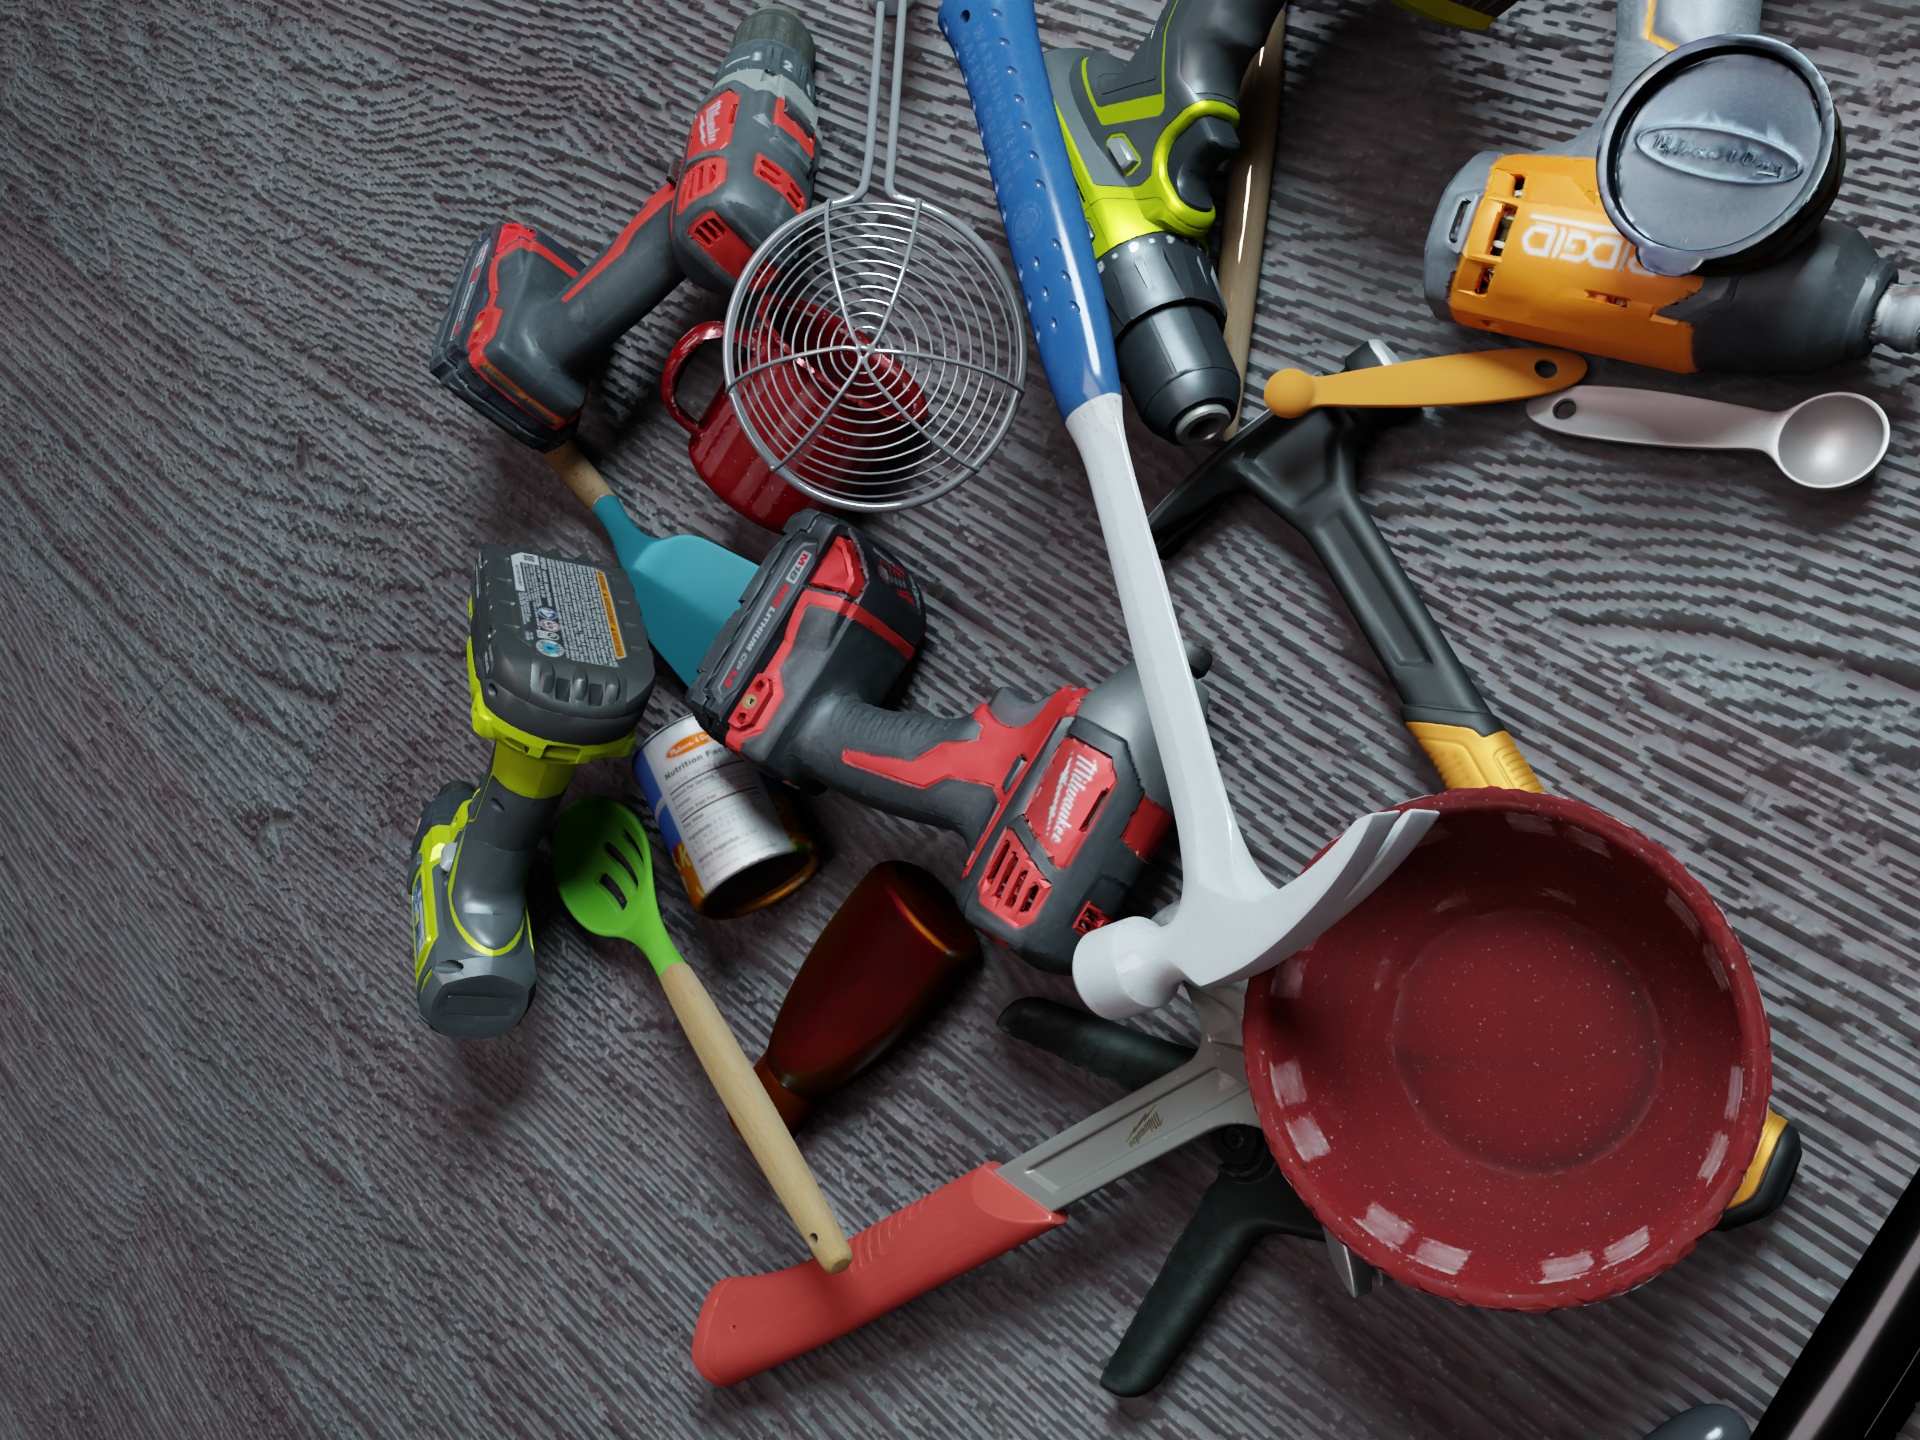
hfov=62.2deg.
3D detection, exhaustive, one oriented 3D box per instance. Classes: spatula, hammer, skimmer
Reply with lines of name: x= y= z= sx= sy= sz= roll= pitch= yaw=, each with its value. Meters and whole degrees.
spatula: x=-0.200 y=-0.127 z=0.879 sx=0.318 sy=0.044 sz=0.082 roll=47 pitch=111 yaw=34
hammer: x=0.185 y=0.025 z=0.583 sx=0.127 sy=0.034 sz=0.337 roll=-37 pitch=66 yaw=26
skimmer: x=-0.033 y=-0.264 z=0.723 sx=0.127 sy=0.090 sz=0.364 roll=0 pitch=59 yaw=3
hammer: x=0.056 y=-0.106 z=0.581 sx=0.144 sy=0.035 sz=0.406 roll=-31 pitch=65 yaw=45
hammer: x=0.249 y=0.251 z=0.493 sx=0.128 sy=0.033 sz=0.331 roll=28 pitch=96 yaw=-4
hammer: x=0.006 y=0.218 z=0.660 sx=0.359 sy=0.036 sz=0.149 roll=-39 pitch=62 yaw=33
spatula: x=0.128 y=-0.271 z=0.665 sx=0.060 sy=0.018 sz=0.316 roll=6 pitch=88 yaw=35

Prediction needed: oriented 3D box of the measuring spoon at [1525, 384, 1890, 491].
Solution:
measuring spoon: x=0.260 y=-0.102 z=0.560 sx=0.124 sy=0.018 sz=0.034 roll=20 pitch=87 yaw=42

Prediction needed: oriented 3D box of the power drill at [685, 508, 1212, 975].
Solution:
power drill: x=-0.001 y=-0.002 z=0.676 sx=0.220 sy=0.078 sz=0.143 roll=29 pitch=87 yaw=34

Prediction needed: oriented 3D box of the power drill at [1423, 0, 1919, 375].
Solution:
power drill: x=0.268 y=-0.228 z=0.527 sx=0.164 sy=0.084 sz=0.226 roll=25 pitch=104 yaw=34

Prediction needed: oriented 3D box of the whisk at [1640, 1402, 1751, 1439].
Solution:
whisk: x=0.173 y=0.339 z=0.550 sx=0.070 sy=0.070 sz=0.284 roll=44 pitch=104 yaw=30

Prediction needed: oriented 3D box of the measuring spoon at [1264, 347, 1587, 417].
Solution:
measuring spoon: x=0.172 y=-0.127 z=0.589 sx=0.117 sy=0.011 sz=0.021 roll=-3 pitch=74 yaw=9

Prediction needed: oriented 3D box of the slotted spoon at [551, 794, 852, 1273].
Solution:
slotted spoon: x=-0.127 y=0.140 z=0.759 sx=0.314 sy=0.031 sz=0.070 roll=47 pitch=114 yaw=43

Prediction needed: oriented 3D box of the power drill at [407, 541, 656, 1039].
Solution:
power drill: x=-0.235 y=0.028 z=0.821 sx=0.223 sy=0.080 sz=0.171 roll=-63 pitch=33 yaw=29

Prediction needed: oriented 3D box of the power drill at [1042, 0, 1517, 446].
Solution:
power drill: x=0.106 y=-0.236 z=0.603 sx=0.228 sy=0.080 sz=0.191 roll=-48 pitch=52 yaw=44

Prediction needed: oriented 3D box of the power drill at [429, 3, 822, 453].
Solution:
power drill: x=-0.160 y=-0.257 z=0.814 sx=0.226 sy=0.080 sz=0.188 roll=-24 pitch=46 yaw=32
